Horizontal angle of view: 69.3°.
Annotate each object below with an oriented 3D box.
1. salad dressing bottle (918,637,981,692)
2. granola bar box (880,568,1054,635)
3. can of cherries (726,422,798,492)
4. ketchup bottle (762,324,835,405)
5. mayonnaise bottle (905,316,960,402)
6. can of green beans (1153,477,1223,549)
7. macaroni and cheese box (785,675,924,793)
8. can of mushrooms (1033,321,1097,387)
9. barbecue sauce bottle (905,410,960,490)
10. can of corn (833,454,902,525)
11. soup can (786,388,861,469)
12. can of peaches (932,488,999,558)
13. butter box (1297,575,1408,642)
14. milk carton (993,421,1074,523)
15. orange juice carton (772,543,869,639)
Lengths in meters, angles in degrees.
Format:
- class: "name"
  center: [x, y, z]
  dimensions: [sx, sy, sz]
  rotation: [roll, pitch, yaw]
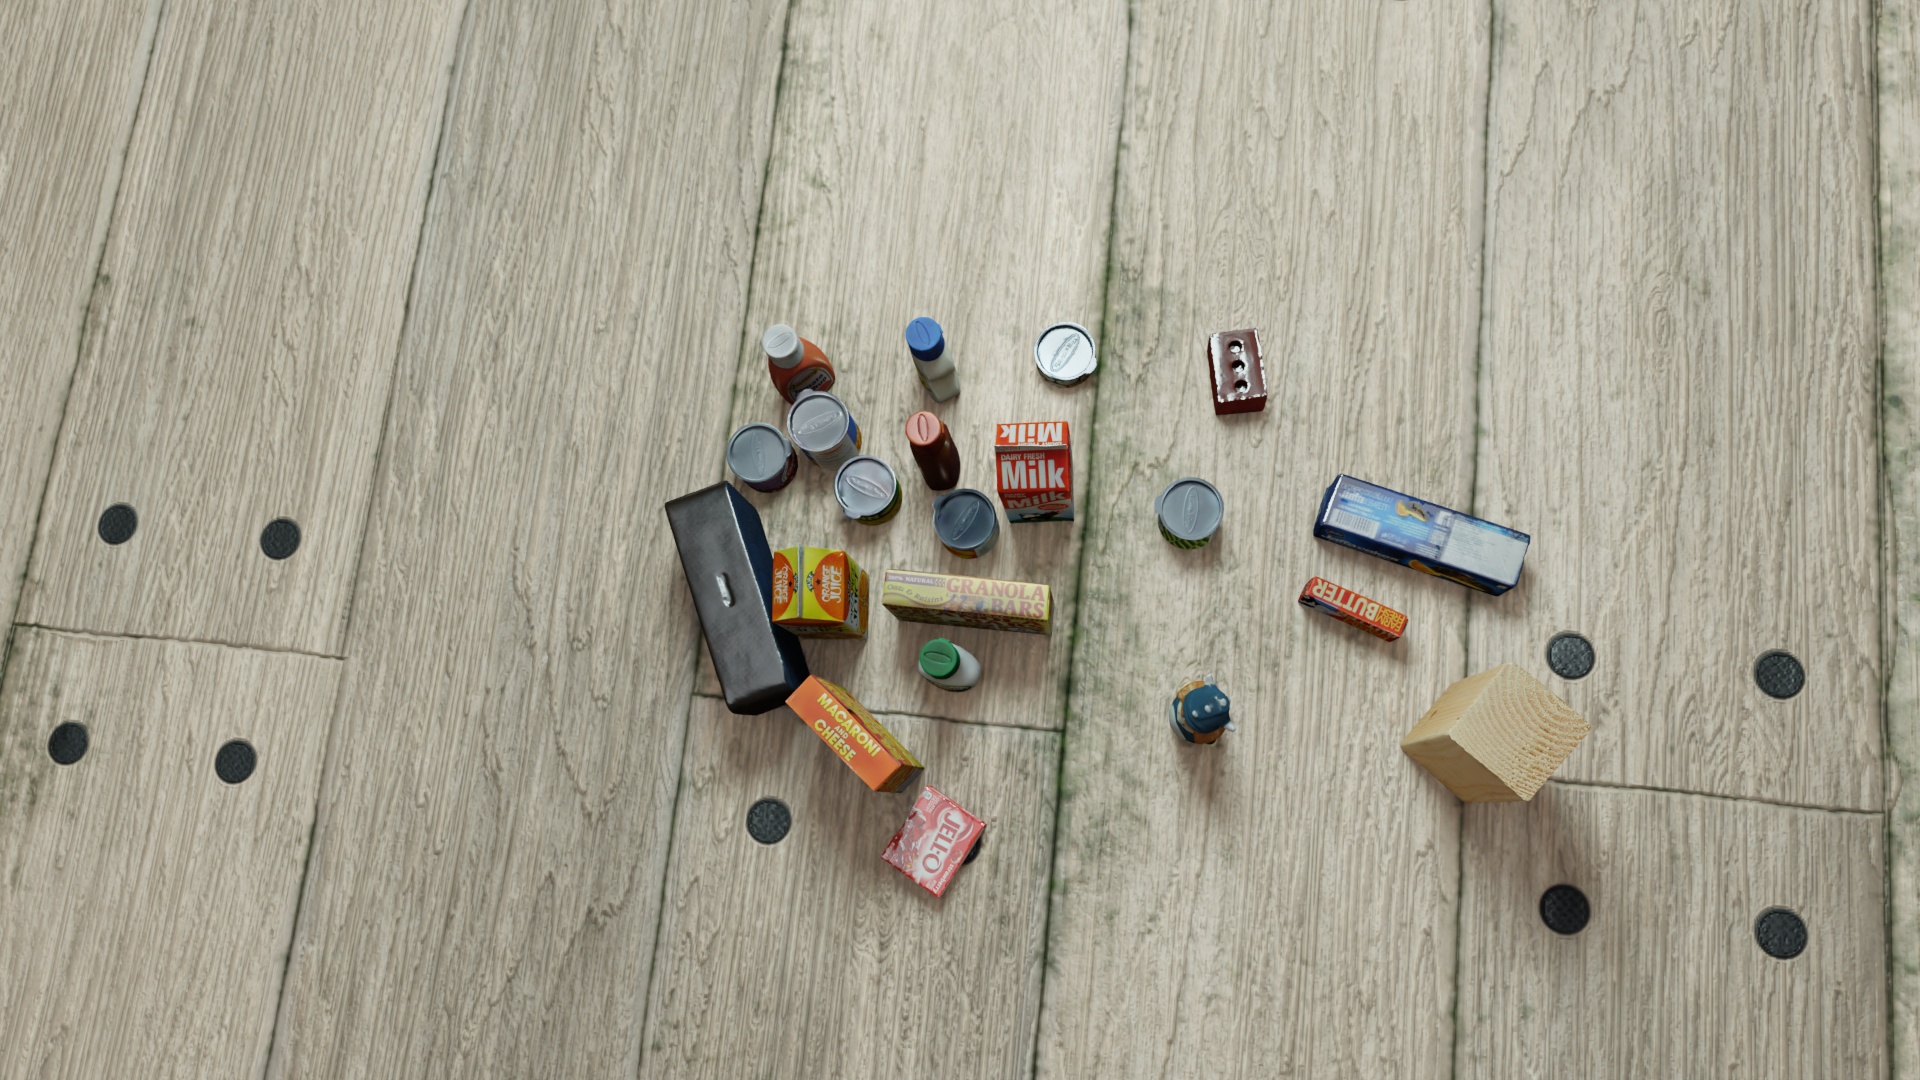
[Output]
- class: "salad dressing bottle"
  center: [-0.015, 0.125, 1.394]
  dimensions: [0.064, 0.147, 0.044]
  rotation: [14, 81, 8]
- class: "granola bar box"
  center: [0.011, 0.063, 1.416]
  dimensions: [0.165, 0.124, 0.039]
  rotation: [5, 80, 7]
- class: "can of cherries"
  center: [-0.211, -0.089, 1.502]
  dimensions: [0.071, 0.058, 0.071]
  rotation: [-1, 79, 6]
- class: "ketchup bottle"
  center: [-0.176, -0.189, 1.473]
  dimensions: [0.065, 0.148, 0.043]
  rotation: [-33, 78, -1]
- class: "mayonnaise bottle"
  center: [-0.031, -0.194, 1.460]
  dimensions: [0.041, 0.148, 0.065]
  rotation: [-26, 78, 1]
- class: "can of green beans"
  center: [0.239, -0.028, 1.445]
  dimensions: [0.071, 0.057, 0.071]
  rotation: [-1, 79, 6]
- class: "macaroni and cheese box"
  center: [-0.101, 0.194, 1.379]
  dimensions: [0.124, 0.166, 0.040]
  rotation: [43, 86, 12]
- class: "can of mushrooms"
  center: [0.115, -0.199, 1.505]
  dimensions: [0.071, 0.033, 0.071]
  rotation: [-1, 79, 6]
- class: "barbecue sauce bottle"
  center: [-0.029, -0.097, 1.440]
  dimensions: [0.044, 0.148, 0.065]
  rotation: [-8, 78, 4]
- class: "can of corn"
  center: [-0.099, -0.050, 1.484]
  dimensions: [0.071, 0.058, 0.071]
  rotation: [-1, 79, 6]
- class: "soup can"
  center: [-0.146, -0.119, 1.489]
  dimensions: [0.071, 0.083, 0.071]
  rotation: [-1, 79, 6]
- class: "can of peaches"
  center: [0.005, -0.018, 1.467]
  dimensions: [0.071, 0.058, 0.071]
  rotation: [-1, 79, 6]
- class: "butter box"
  center: [0.399, 0.070, 1.412]
  dimensions: [0.103, 0.053, 0.024]
  rotation: [24, 83, 10]
- class: "milk carton"
  center: [0.076, -0.072, 1.403]
  dimensions: [0.072, 0.190, 0.073]
  rotation: [-2, 79, 6]
- class: "orange juice carton"
  center: [-0.143, 0.054, 1.398]
  dimensions: [0.073, 0.192, 0.072]
  rotation: [-1, 79, 6]
